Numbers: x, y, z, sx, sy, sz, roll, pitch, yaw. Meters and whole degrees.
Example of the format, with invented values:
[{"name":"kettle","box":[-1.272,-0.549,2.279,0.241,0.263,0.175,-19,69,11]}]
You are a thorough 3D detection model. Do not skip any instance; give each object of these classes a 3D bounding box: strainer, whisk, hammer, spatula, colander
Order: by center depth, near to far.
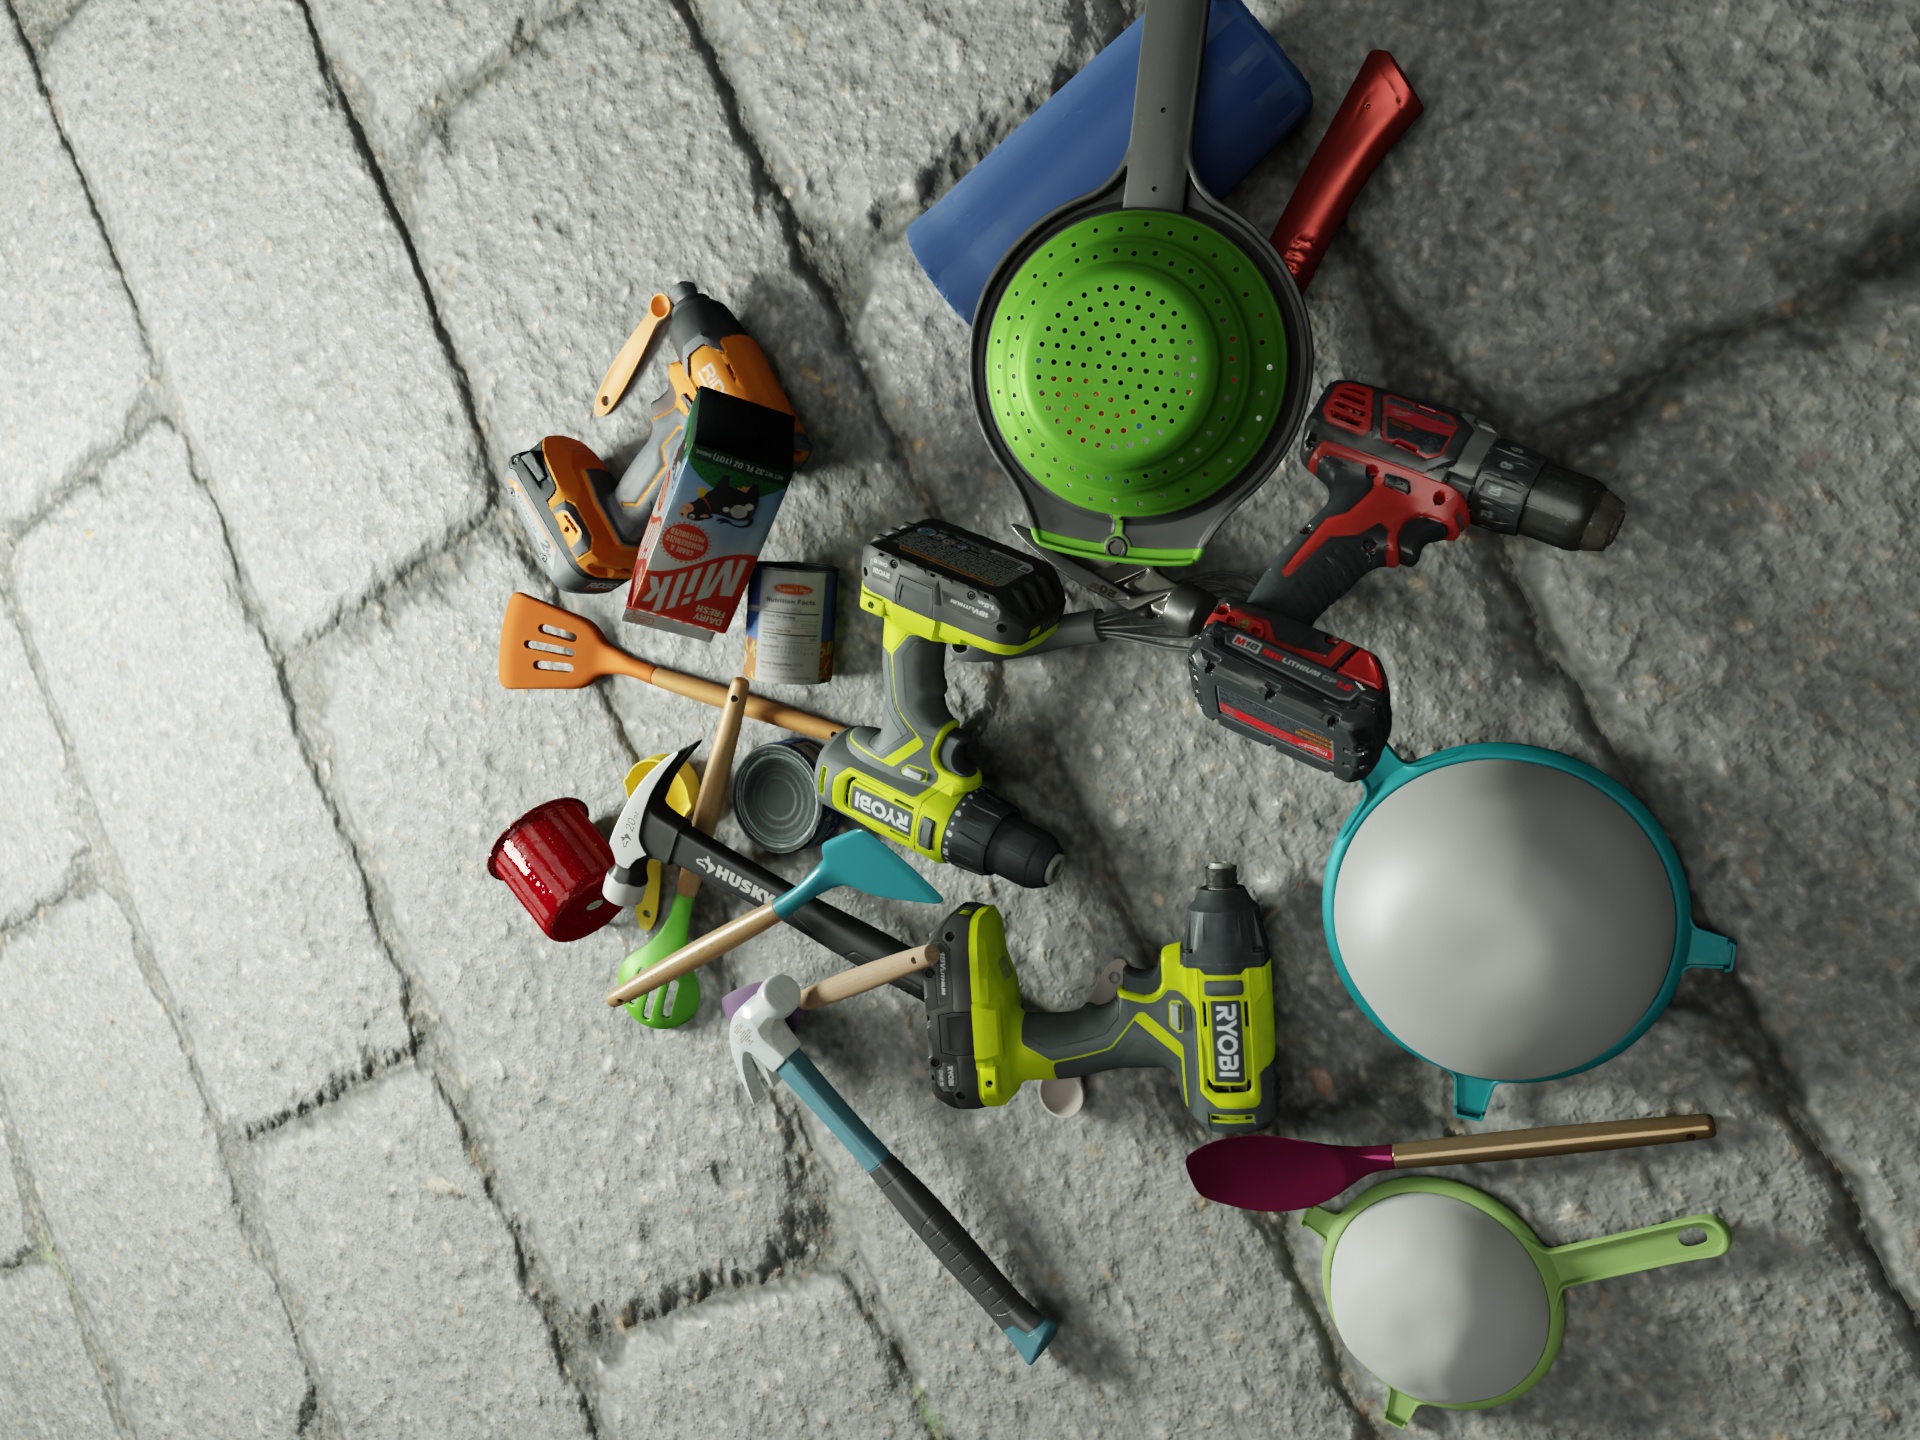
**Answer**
[{"name":"colander","box":[0.102,-0.279,0.882,0.204,0.094,0.397,9,105,12]},{"name":"strainer","box":[0.271,0.073,0.928,0.211,0.095,0.340,-40,85,23]},{"name":"strainer","box":[0.333,0.347,0.962,0.256,0.069,0.151,-26,83,29]},{"name":"hammer","box":[0.169,-0.237,0.980,0.149,0.036,0.359,34,103,30]},{"name":"whisk","box":[0.093,-0.060,1.063,0.239,0.055,0.055,-6,93,33]},{"name":"spatula","box":[-0.099,0.198,1.139,0.316,0.018,0.060,-31,81,53]},{"name":"spatula","box":[-0.151,0.152,1.142,0.317,0.044,0.082,-30,120,29]},{"name":"hammer","box":[-0.049,0.331,1.154,0.331,0.033,0.128,47,142,6]},{"name":"hammer","box":[-0.106,0.139,1.164,0.335,0.035,0.146,27,113,13]},{"name":"spatula","box":[-0.223,-0.027,1.236,0.323,0.041,0.081,16,102,25]}]

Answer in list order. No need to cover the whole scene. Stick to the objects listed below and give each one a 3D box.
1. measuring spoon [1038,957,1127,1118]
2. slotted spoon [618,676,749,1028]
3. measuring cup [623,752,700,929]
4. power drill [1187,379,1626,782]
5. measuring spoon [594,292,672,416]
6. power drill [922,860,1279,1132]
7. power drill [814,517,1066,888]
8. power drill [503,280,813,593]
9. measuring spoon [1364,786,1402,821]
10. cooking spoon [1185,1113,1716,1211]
[{"name":"measuring spoon","box":[0.091,0.221,1.112,0.034,0.018,0.124,27,101,23]},{"name":"slotted spoon","box":[-0.209,0.111,1.234,0.070,0.031,0.313,19,108,4]},{"name":"measuring cup","box":[-0.240,0.097,1.272,0.062,0.029,0.156,19,116,16]},{"name":"power drill","box":[0.253,-0.081,0.913,0.188,0.080,0.227,26,74,22]},{"name":"measuring spoon","box":[-0.256,-0.284,1.244,0.021,0.011,0.117,47,118,16]},{"name":"power drill","box":[0.094,0.181,1.053,0.223,0.080,0.171,-3,94,14]},{"name":"power drill","box":[-0.002,-0.003,1.079,0.191,0.080,0.228,24,123,25]},{"name":"power drill","box":[-0.234,-0.213,1.201,0.226,0.084,0.164,-31,80,23]},{"name":"measuring spoon","box":[0.298,0.095,0.987,0.042,0.021,0.128,-36,88,23]},{"name":"cooking spoon","box":[0.295,0.268,0.985,0.319,0.017,0.068,-12,117,23]}]
